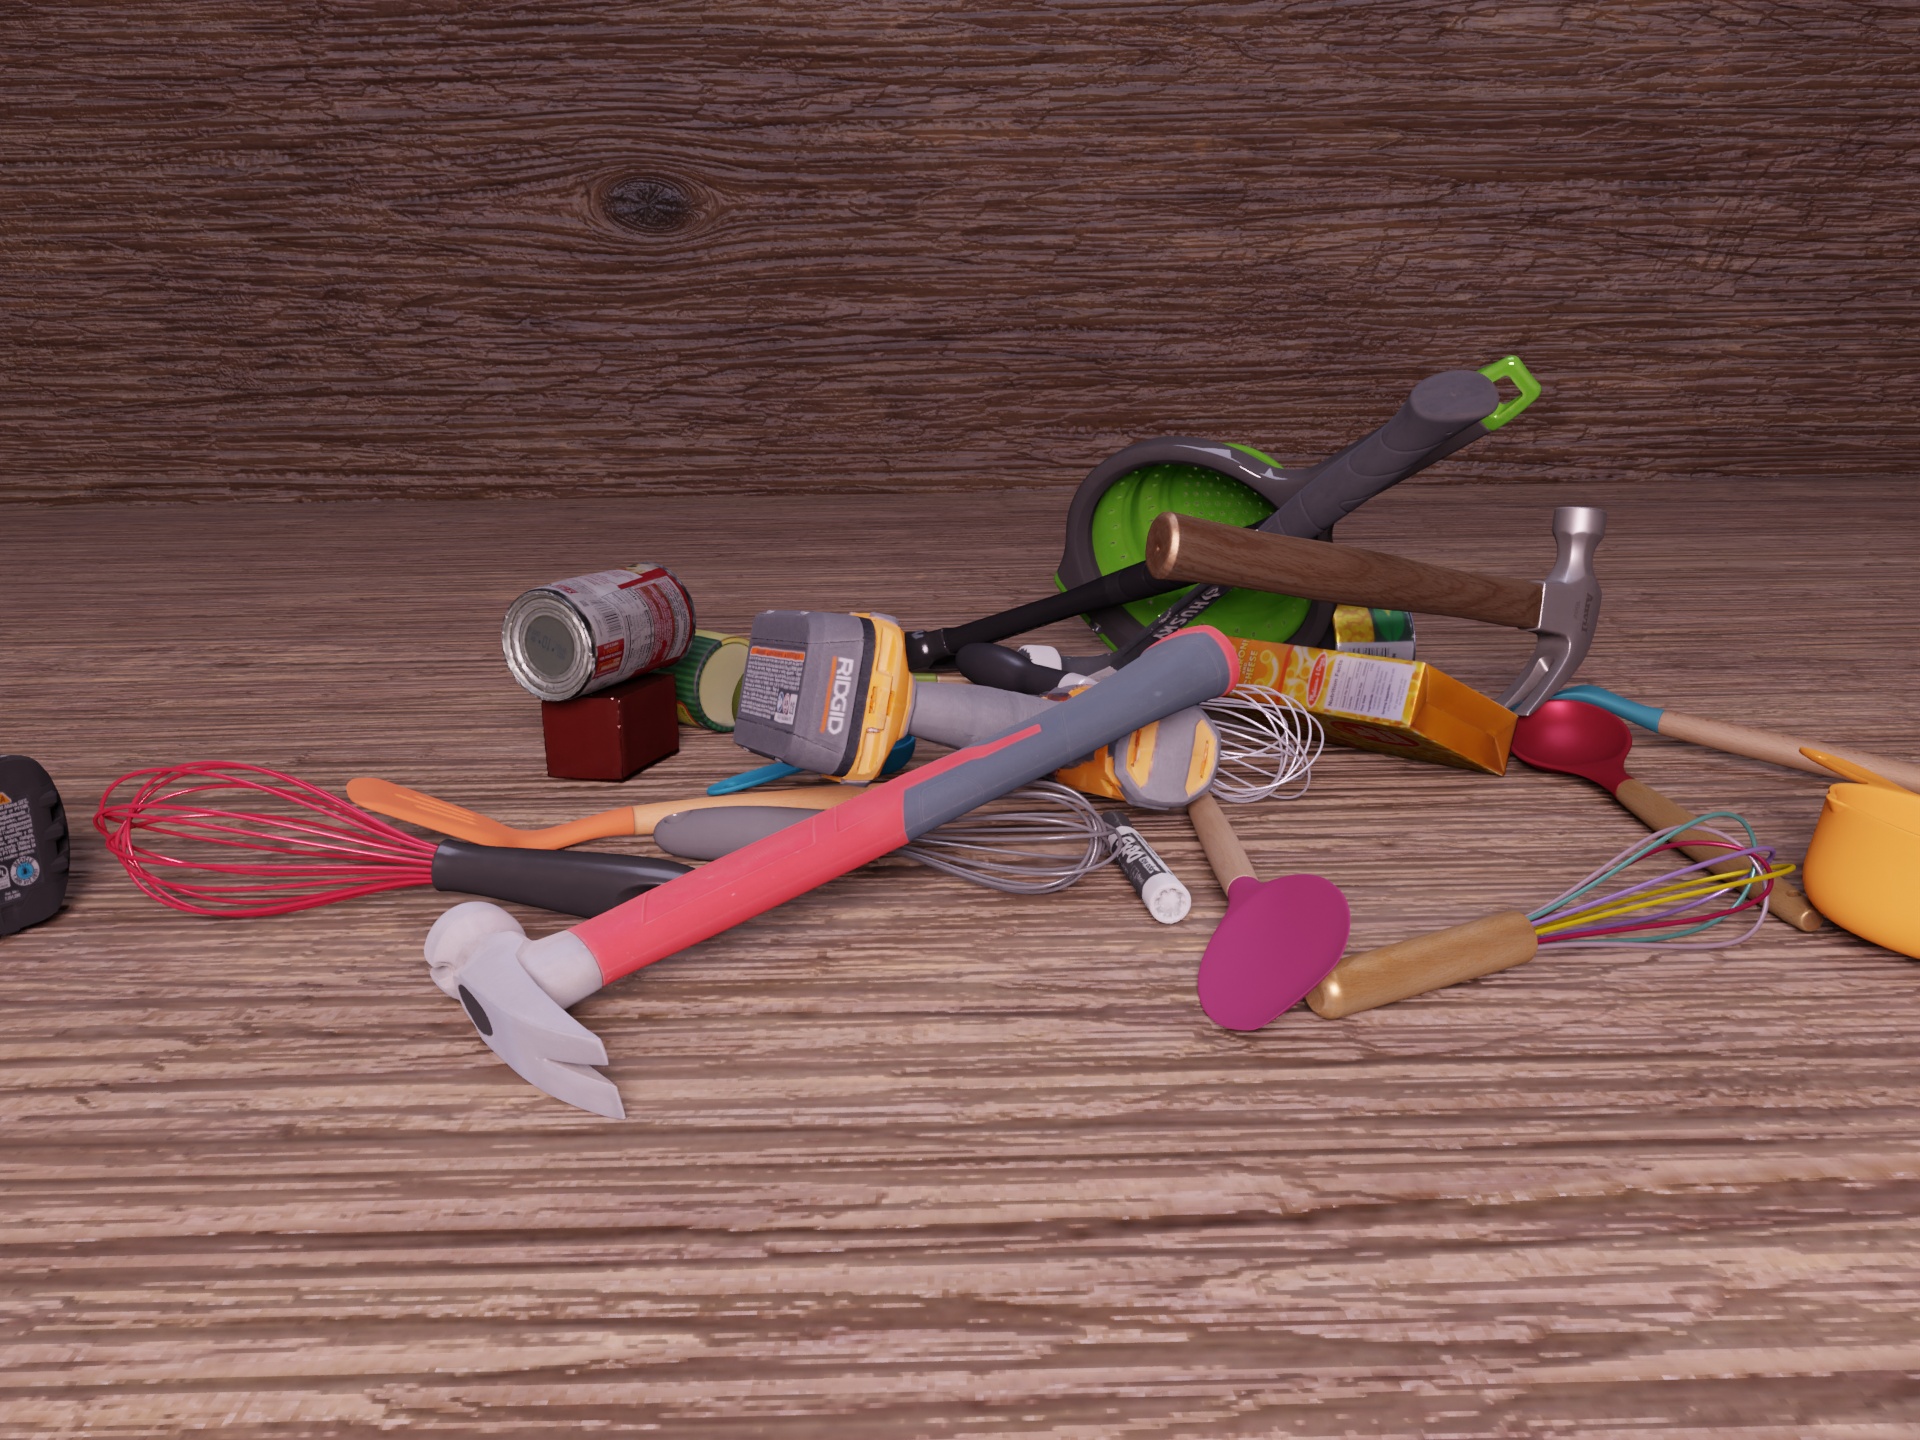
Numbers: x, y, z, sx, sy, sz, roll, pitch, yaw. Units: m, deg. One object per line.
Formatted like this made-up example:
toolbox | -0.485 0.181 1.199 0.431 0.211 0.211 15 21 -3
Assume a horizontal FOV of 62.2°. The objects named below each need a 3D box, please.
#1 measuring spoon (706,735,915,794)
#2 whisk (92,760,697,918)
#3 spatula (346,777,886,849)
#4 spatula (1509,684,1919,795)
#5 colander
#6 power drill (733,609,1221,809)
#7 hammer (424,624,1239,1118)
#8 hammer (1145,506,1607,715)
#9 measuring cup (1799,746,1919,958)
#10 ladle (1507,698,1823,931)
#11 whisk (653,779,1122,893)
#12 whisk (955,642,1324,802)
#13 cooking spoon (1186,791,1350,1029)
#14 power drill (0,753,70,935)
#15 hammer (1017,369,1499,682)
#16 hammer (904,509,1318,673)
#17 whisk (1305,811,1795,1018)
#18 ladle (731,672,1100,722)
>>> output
measuring spoon | -0.086 0.032 0.933 0.128 0.021 0.042 -16 18 -20
whisk | -0.249 0.063 0.712 0.296 0.073 0.073 6 14 8
spatula | -0.147 0.041 0.830 0.322 0.041 0.081 -4 8 -19
spatula | 0.441 0.017 0.942 0.318 0.044 0.082 18 21 42
colander | 0.235 -0.161 1.103 0.397 0.204 0.094 -29 19 49
power drill | -0.001 -0.003 0.846 0.226 0.084 0.185 10 0 -23
hammer | -0.016 0.041 0.663 0.386 0.038 0.143 -24 25 -31
hammer | 0.245 -0.076 0.903 0.331 0.130 0.031 5 2 -30
measuring cup | 0.396 0.055 0.687 0.095 0.052 0.174 13 14 2
ladle | 0.358 0.043 0.821 0.069 0.031 0.315 -12 15 3
whisk | -0.041 0.056 0.761 0.239 0.055 0.055 -1 12 19
whisk | 0.092 -0.008 0.946 0.070 0.070 0.285 -12 21 -40
cooking spoon | 0.124 0.070 0.713 0.069 0.017 0.319 -42 7 8
power drill | -0.531 0.059 0.709 0.223 0.080 0.171 2 12 28
hammer | 0.185 -0.099 0.995 0.149 0.036 0.409 1 -21 -26
hammer | 0.095 -0.087 1.134 0.335 0.035 0.146 -16 -5 33
whisk | 0.243 0.080 0.638 0.245 0.051 0.047 -10 21 -24
ladle | 0.007 -0.010 1.068 0.320 0.062 0.078 3 10 -14
